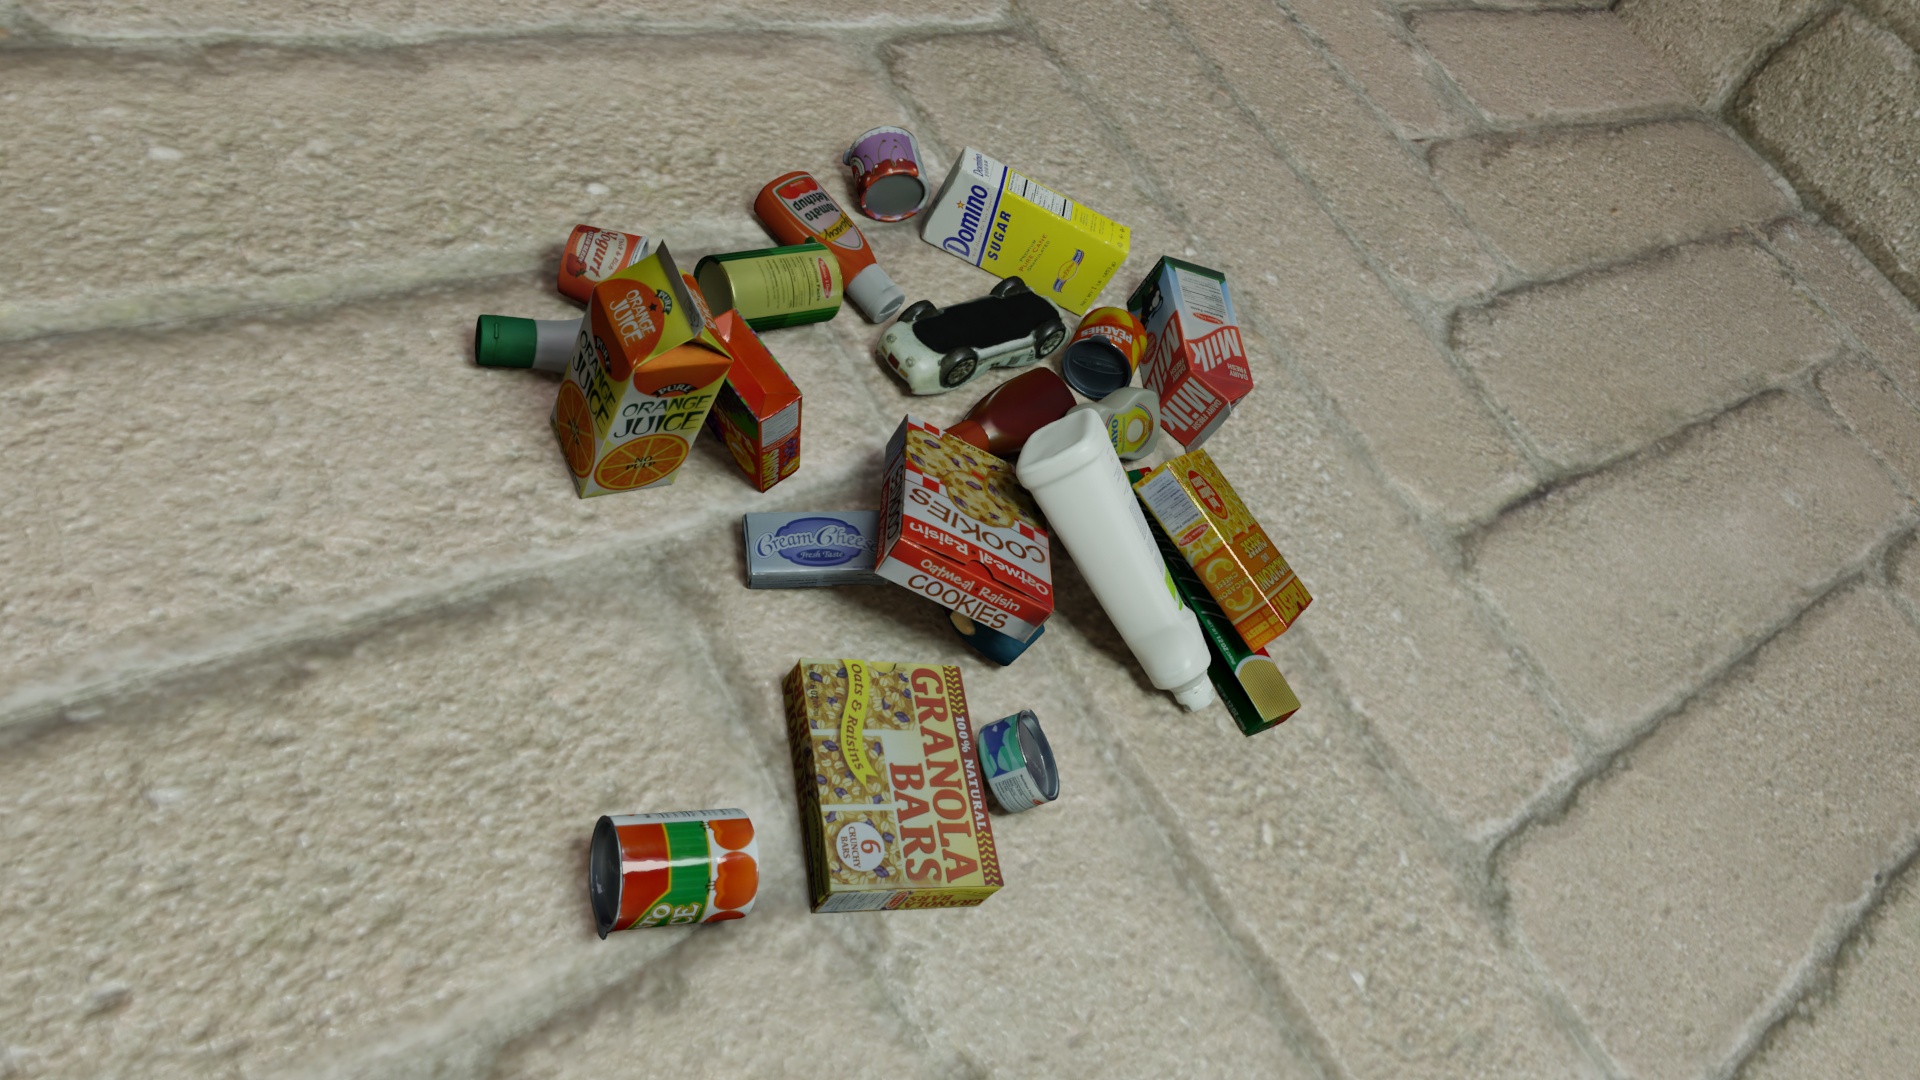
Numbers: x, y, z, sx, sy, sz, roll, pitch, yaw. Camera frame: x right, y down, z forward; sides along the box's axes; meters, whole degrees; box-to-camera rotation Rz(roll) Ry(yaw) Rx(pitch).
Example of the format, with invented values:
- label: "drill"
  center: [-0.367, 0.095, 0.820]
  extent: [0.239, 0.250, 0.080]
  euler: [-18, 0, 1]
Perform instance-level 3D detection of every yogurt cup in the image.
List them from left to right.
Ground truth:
- label: "yogurt cup"
  center: [-0.272, -0.207, 1.057]
  extent: [0.054, 0.072, 0.073]
  euler: [17, 50, -9]

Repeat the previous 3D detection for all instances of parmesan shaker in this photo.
- label: "parmesan shaker"
  center: [-0.156, -0.205, 1.120]
  extent: [0.103, 0.071, 0.071]
  euler: [-16, 66, -37]

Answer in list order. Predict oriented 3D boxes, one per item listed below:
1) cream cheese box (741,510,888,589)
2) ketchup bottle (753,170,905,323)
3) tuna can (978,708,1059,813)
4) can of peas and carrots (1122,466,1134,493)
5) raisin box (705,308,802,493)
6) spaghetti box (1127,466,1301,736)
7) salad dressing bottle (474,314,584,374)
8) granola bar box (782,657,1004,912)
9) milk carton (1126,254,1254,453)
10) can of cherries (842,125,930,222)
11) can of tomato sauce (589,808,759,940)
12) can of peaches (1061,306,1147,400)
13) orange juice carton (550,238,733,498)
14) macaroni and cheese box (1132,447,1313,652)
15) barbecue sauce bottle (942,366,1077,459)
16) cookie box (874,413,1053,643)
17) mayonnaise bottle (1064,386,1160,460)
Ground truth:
- label: "cream cheese box"
  center: [-0.105, 0.006, 1.007]
  extent: [0.104, 0.024, 0.053]
  euler: [-1, 57, -14]
- label: "ketchup bottle"
  center: [-0.109, -0.252, 1.200]
  extent: [0.149, 0.043, 0.065]
  euler: [48, 47, 8]
- label: "tuna can"
  center: [0.041, 0.153, 0.973]
  extent: [0.071, 0.033, 0.071]
  euler: [56, 20, -33]
- label: "can of peas and carrots"
  center: [0.115, -0.025, 1.148]
  extent: [0.071, 0.070, 0.059]
  euler: [4, 55, -28]
- label: "raisin box"
  center: [-0.153, -0.098, 1.002]
  extent: [0.040, 0.123, 0.086]
  euler: [-35, 77, -18]
- label: "spaghetti box"
  center: [0.197, 0.046, 1.168]
  extent: [0.050, 0.028, 0.250]
  euler: [-14, 65, -38]
- label: "salad dressing bottle"
  center: [-0.276, -0.141, 1.018]
  extent: [0.148, 0.044, 0.064]
  euler: [2, 74, -27]
- label: "granola bar box"
  center: [-0.047, 0.161, 0.932]
  extent: [0.124, 0.039, 0.166]
  euler: [6, 55, -27]
- label: "milk carton"
  center: [0.219, -0.172, 1.314]
  extent: [0.073, 0.072, 0.191]
  euler: [12, 51, -23]
- label: "can of cherries"
  center: [-0.068, -0.334, 1.272]
  extent: [0.071, 0.071, 0.058]
  euler: [3, 57, -29]
- label: "can of tomato sauce"
  center: [-0.169, 0.195, 0.817]
  extent: [0.083, 0.070, 0.071]
  euler: [3, 56, -30]
- label: "can of peaches"
  center: [0.132, -0.173, 1.264]
  extent: [0.071, 0.071, 0.058]
  euler: [34, 46, -5]
- label: "orange juice carton"
  center: [-0.212, -0.113, 0.933]
  extent: [0.073, 0.191, 0.072]
  euler: [-12, 65, -35]
- label: "macaroni and cheese box"
  center: [0.224, 0.004, 1.167]
  extent: [0.166, 0.040, 0.124]
  euler: [55, 24, 7]
- label: "barbecue sauce bottle"
  center: [0.035, -0.097, 1.169]
  extent: [0.149, 0.043, 0.065]
  euler: [-30, 82, -41]
- label: "cookie box"
  center: [0.004, -0.013, 1.013]
  extent: [0.123, 0.040, 0.168]
  euler: [25, 31, -16]
- label: "mayonnaise bottle"
  center: [0.118, -0.091, 1.188]
  extent: [0.041, 0.064, 0.149]
  euler: [13, 21, 36]
